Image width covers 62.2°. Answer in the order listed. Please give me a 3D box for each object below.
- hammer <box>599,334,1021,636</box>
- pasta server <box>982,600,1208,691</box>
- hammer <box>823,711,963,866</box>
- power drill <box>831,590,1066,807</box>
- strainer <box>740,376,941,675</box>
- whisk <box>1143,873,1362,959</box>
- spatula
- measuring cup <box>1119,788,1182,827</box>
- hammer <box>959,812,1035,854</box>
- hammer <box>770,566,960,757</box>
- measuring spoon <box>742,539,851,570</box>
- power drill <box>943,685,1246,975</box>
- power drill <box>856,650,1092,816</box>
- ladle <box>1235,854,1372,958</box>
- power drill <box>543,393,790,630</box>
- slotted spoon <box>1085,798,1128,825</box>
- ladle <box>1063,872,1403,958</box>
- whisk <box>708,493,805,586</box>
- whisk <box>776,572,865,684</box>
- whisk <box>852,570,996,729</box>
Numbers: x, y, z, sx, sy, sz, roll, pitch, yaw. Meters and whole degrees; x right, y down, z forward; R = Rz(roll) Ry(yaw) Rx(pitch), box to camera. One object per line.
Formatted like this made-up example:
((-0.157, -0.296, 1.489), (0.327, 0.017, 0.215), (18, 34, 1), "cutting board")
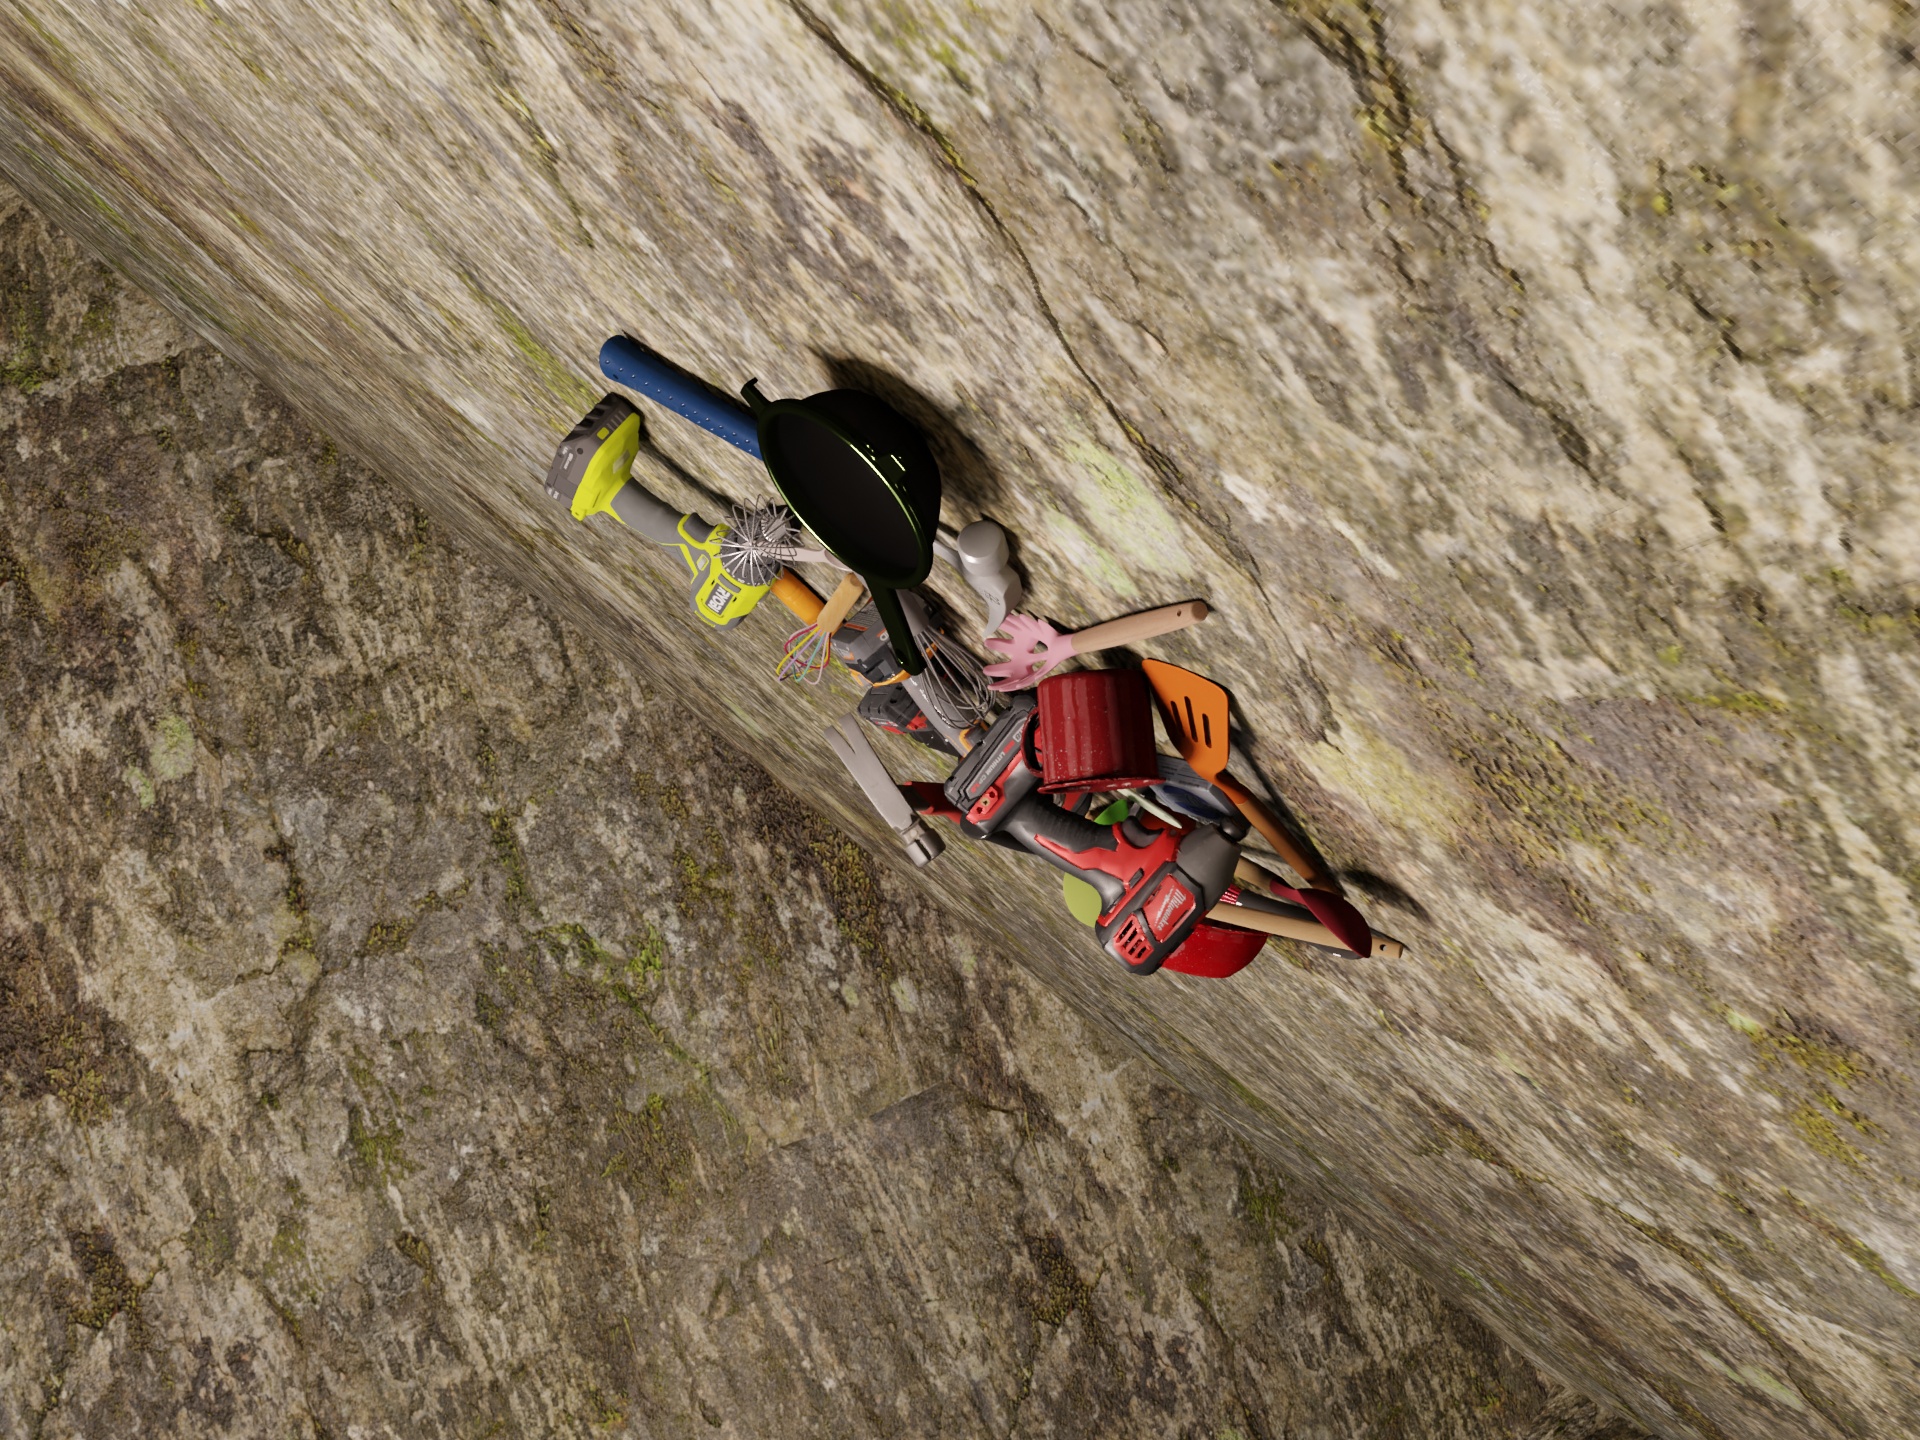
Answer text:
((-0.119, -0.189, 1.215), (0.406, 0.035, 0.144), (33, 167, 22), "hammer")
((0.087, -0.058, 1.112), (0.040, 0.060, 0.316), (5, 175, -19), "pasta server")
((-0.040, 0.069, 1.558), (0.149, 0.036, 0.359), (55, -174, 8), "hammer")
((-0.002, -0.004, 1.368), (0.226, 0.084, 0.185), (50, 173, -14), "power drill")
((-0.046, -0.131, 1.079), (0.152, 0.069, 0.256), (30, 155, 33), "strainer")
((0.242, 0.159, 1.454), (0.296, 0.073, 0.073), (19, 159, 40), "whisk")
((0.228, 0.061, 1.200), (0.081, 0.041, 0.322), (25, 167, 46), "spatula")
((0.126, 0.030, 1.342), (0.167, 0.038, 0.083), (35, 168, 1), "measuring cup")
((0.087, 0.131, 1.639), (0.146, 0.035, 0.334), (26, 180, 27), "hammer")
((-0.114, -0.076, 1.640), (0.336, 0.034, 0.127), (44, 168, -28), "hammer")
((-0.138, -0.152, 1.389), (0.124, 0.018, 0.034), (10, 151, 29), "measuring spoon")
((0.109, 0.079, 1.237), (0.220, 0.143, 0.078), (42, -165, 8), "power drill")
((0.012, 0.024, 1.566), (0.226, 0.080, 0.188), (37, 170, -15), "power drill")
((0.250, 0.131, 1.317), (0.069, 0.031, 0.315), (38, 177, -19), "ladle")
((-0.265, -0.195, 1.485), (0.228, 0.080, 0.190), (38, 151, -7), "power drill")
((0.128, 0.097, 1.473), (0.031, 0.070, 0.314), (39, -178, 3), "slotted spoon")
((0.234, 0.170, 1.406), (0.320, 0.078, 0.062), (10, 171, 30), "ladle")
((-0.149, -0.150, 1.266), (0.070, 0.070, 0.285), (39, -172, -7), "whisk")
((-0.131, -0.089, 1.538), (0.047, 0.051, 0.245), (17, 156, -14), "whisk")
((-0.038, -0.073, 1.221), (0.055, 0.055, 0.238), (25, 158, 47), "whisk")
